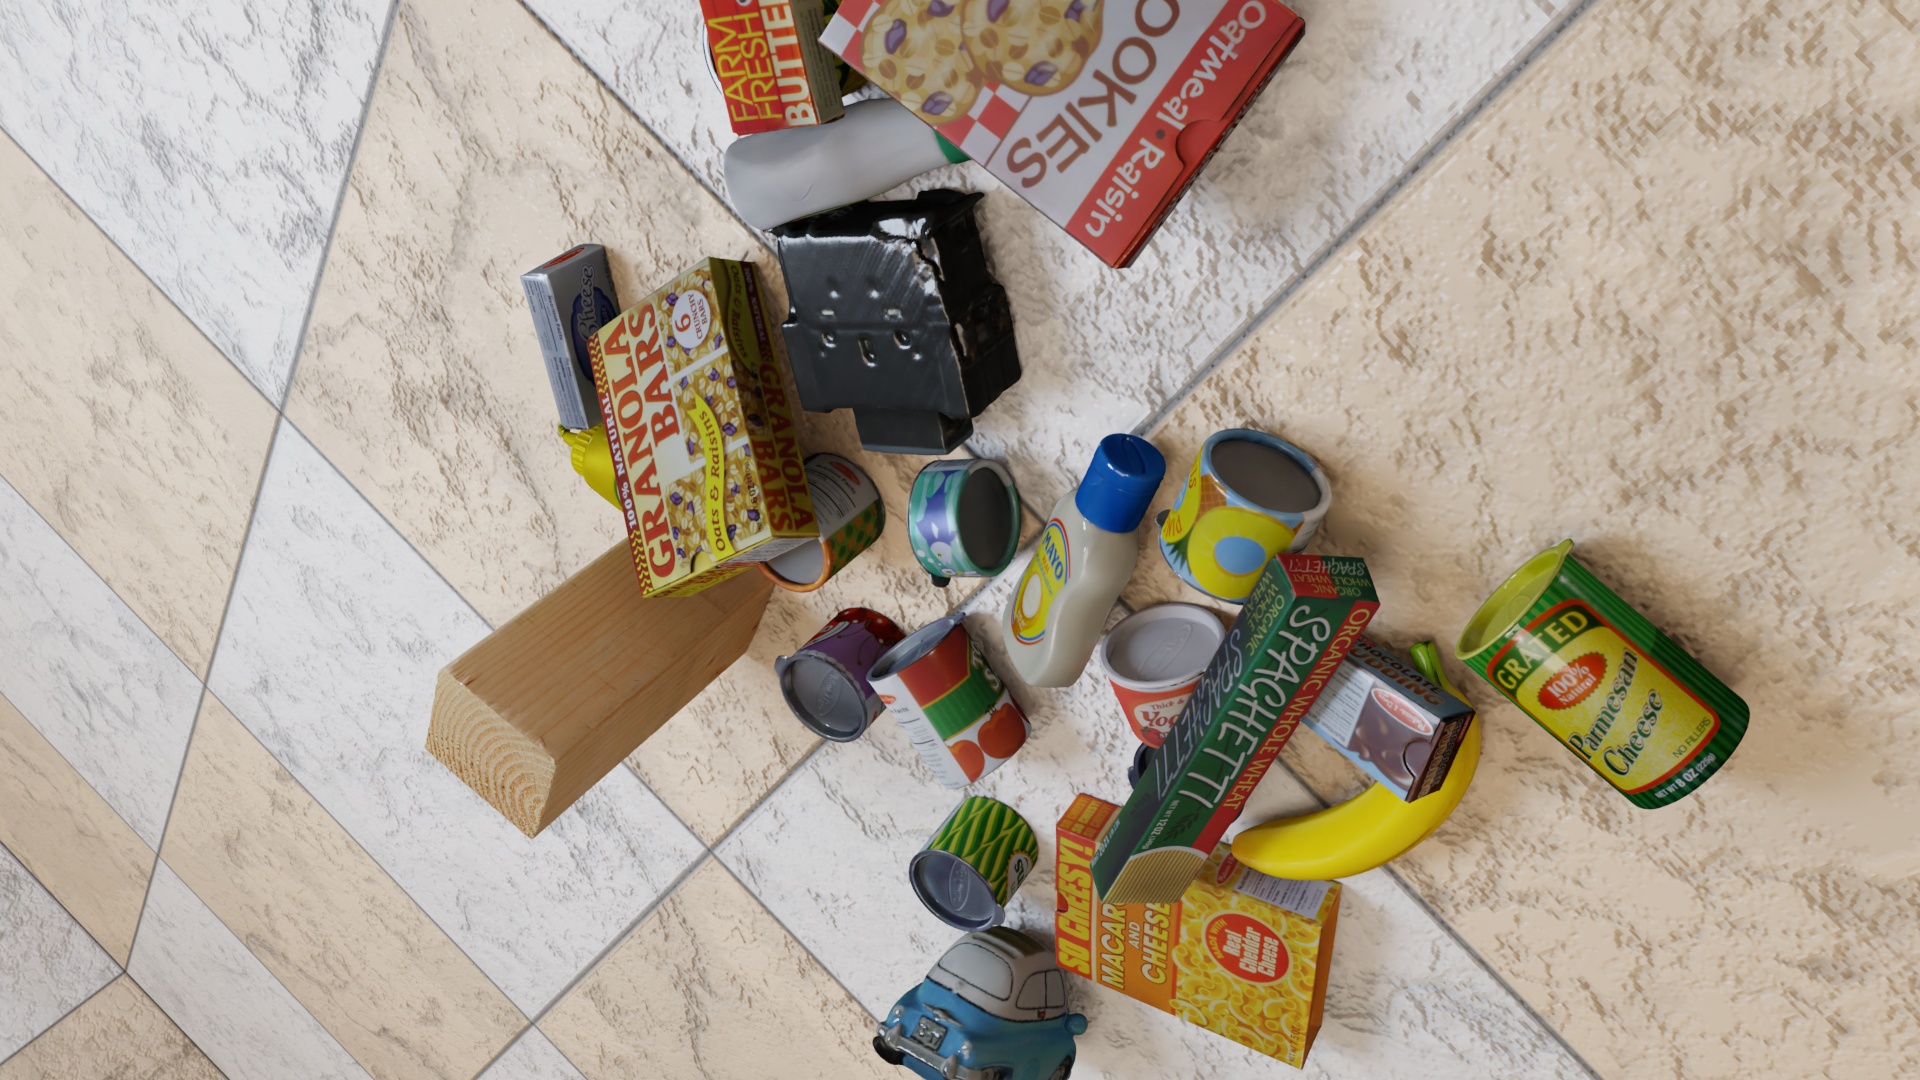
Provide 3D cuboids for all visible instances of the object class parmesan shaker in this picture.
[{"bbox_3d":[0.282,0.059,0.609,0.103,0.072,0.071,41,134,5],"label":"parmesan shaker"}]

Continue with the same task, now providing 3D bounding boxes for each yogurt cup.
[{"bbox_3d":[0.112,0.074,0.740,0.072,0.073,0.053,6,129,32],"label":"yogurt cup"}]

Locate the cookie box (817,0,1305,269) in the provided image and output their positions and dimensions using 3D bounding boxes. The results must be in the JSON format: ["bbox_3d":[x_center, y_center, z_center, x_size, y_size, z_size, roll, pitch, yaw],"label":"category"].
[{"bbox_3d":[0.041,-0.213,0.587,0.167,0.040,0.122,40,110,7],"label":"cookie box"}]

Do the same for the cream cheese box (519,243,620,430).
[{"bbox_3d":[-0.233,-0.125,0.857,0.024,0.054,0.103,10,124,28],"label":"cream cheese box"}]

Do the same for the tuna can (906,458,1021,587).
[{"bbox_3d":[0.003,-0.009,0.757,0.033,0.071,0.070,-1,118,35],"label":"tuna can"}]

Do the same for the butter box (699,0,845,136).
[{"bbox_3d":[-0.088,-0.235,0.620,0.053,0.024,0.103,5,121,32],"label":"butter box"}]

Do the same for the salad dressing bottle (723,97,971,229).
[{"bbox_3d":[-0.040,-0.189,0.666,0.147,0.064,0.043,-10,123,22],"label":"salad dressing bottle"}]

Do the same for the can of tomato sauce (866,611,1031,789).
[{"bbox_3d":[-0.005,0.096,0.835,0.071,0.071,0.083,-25,103,42],"label":"can of tomato sauce"}]

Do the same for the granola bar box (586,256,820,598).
[{"bbox_3d":[-0.152,-0.062,0.799,0.124,0.039,0.165,-23,77,39],"label":"granola bar box"}]

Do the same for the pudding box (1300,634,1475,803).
[{"bbox_3d":[0.202,0.083,0.678,0.084,0.030,0.049,39,125,43],"label":"pudding box"}]

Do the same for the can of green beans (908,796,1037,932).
[{"bbox_3d":[0.009,0.210,0.904,0.071,0.058,0.071,18,127,25],"label":"can of green beans"}]

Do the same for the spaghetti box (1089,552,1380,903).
[{"bbox_3d":[0.132,0.104,0.707,0.050,0.029,0.248,5,131,-20],"label":"spaghetti box"}]

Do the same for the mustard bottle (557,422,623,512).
[{"bbox_3d":[-0.200,-0.042,0.891,0.160,0.049,0.065,23,123,21],"label":"mustard bottle"}]

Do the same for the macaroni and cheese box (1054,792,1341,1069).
[{"bbox_3d":[0.138,0.235,0.842,0.166,0.040,0.123,15,125,26],"label":"macaroni and cheese box"}]

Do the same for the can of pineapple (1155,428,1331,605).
[{"bbox_3d":[0.134,-0.013,0.664,0.071,0.071,0.057,32,131,14],"label":"can of pineapple"}]

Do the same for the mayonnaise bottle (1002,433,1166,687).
[{"bbox_3d":[0.064,0.010,0.734,0.041,0.065,0.147,3,133,-21],"label":"mayonnaise bottle"}]

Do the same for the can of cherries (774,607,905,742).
[{"bbox_3d":[-0.073,0.082,0.878,0.071,0.059,0.071,19,129,25],"label":"can of cherries"}]

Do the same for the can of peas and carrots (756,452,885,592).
[{"bbox_3d":[-0.089,-0.009,0.828,0.071,0.059,0.070,18,127,25],"label":"can of peas and carrots"}]

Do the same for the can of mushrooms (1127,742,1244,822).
[{"bbox_3d":[0.131,0.126,0.781,0.071,0.034,0.070,18,128,24],"label":"can of mushrooms"}]

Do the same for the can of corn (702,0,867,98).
[{"bbox_3d":[-0.078,-0.240,0.670,0.071,0.058,0.070,18,127,25],"label":"can of corn"}]
